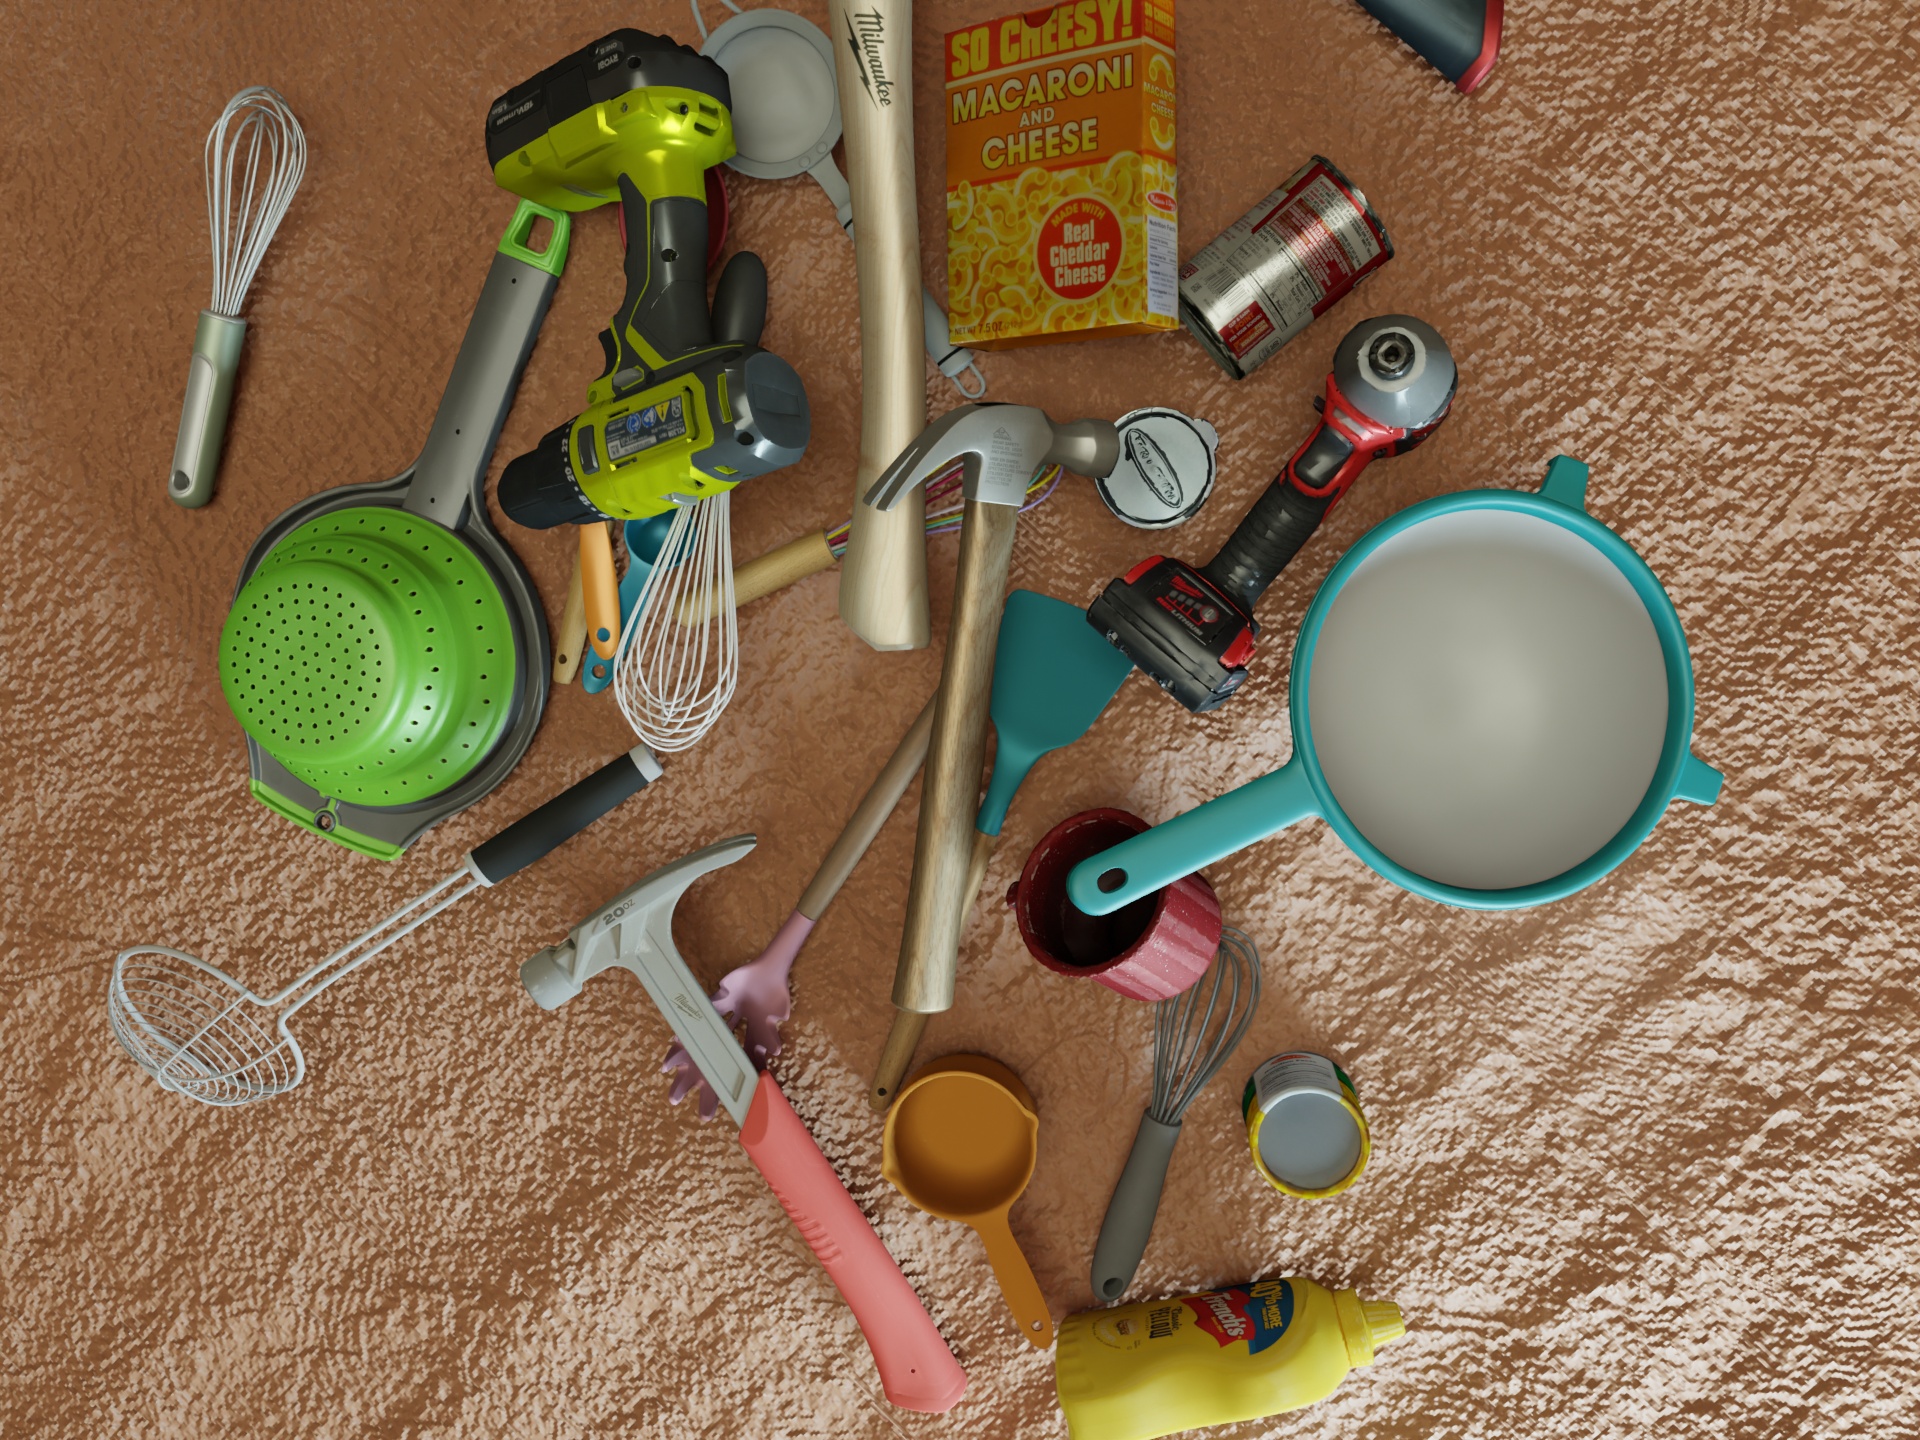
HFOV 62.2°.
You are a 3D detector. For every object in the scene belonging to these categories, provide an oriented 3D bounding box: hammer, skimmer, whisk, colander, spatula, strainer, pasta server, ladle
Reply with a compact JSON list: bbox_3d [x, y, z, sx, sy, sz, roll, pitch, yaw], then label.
[{"bbox_3d":[-0.001,-0.003,0.847,0.130,0.031,0.331,3,102,-27],"label":"hammer"},{"bbox_3d":[-0.339,0.110,0.950,0.363,0.090,0.127,-33,116,-2],"label":"skimmer"},{"bbox_3d":[-0.424,-0.241,0.918,0.058,0.059,0.246,21,103,16],"label":"whisk"},{"bbox_3d":[-0.315,-0.109,0.892,0.204,0.094,0.397,24,98,6],"label":"colander"},{"bbox_3d":[0.009,0.084,0.917,0.082,0.044,0.317,23,103,4],"label":"spatula"},{"bbox_3d":[-0.029,-0.242,0.830,0.146,0.038,0.410,-1,98,12],"label":"hammer"},{"bbox_3d":[0.205,0.016,0.829,0.340,0.095,0.211,-25,92,-5],"label":"strainer"},{"bbox_3d":[-0.055,-0.111,0.892,0.245,0.047,0.051,-23,79,12],"label":"whisk"},{"bbox_3d":[-0.074,0.092,0.918,0.060,0.040,0.316,32,98,-11],"label":"pasta server"},{"bbox_3d":[-0.091,0.244,0.910,0.149,0.037,0.359,-32,101,-1],"label":"hammer"},{"bbox_3d":[0.118,0.228,0.910,0.055,0.055,0.239,18,102,4],"label":"whisk"},{"bbox_3d":[-0.191,-0.171,0.909,0.069,0.031,0.315,19,100,15],"label":"ladle"},{"bbox_3d":[-0.064,-0.285,0.876,0.087,0.050,0.258,-34,97,9],"label":"strainer"},{"bbox_3d":[0.123,-0.457,0.836,0.386,0.038,0.143,42,100,1],"label":"hammer"},{"bbox_3d":[-0.139,-0.123,0.879,0.070,0.070,0.285,8,83,5],"label":"whisk"}]

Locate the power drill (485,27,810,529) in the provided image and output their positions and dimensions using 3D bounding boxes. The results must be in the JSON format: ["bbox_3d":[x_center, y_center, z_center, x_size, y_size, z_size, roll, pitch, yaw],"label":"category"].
[{"bbox_3d":[-0.180,-0.218,0.833,0.190,0.080,0.228,-12,84,32],"label":"power drill"}]

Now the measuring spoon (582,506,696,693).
[{"bbox_3d":[-0.190,-0.073,0.927,0.042,0.021,0.128,27,108,-2],"label":"measuring spoon"}]

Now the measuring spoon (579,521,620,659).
[{"bbox_3d":[-0.208,-0.092,0.906,0.021,0.011,0.117,-3,100,6],"label":"measuring spoon"}]

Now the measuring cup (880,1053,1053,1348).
[{"bbox_3d":[0.018,0.275,0.921,0.095,0.052,0.173,-22,95,8],"label":"measuring cup"}]

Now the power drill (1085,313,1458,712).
[{"bbox_3d":[0.168,-0.111,0.816,0.078,0.143,0.219,42,101,10],"label":"power drill"}]
